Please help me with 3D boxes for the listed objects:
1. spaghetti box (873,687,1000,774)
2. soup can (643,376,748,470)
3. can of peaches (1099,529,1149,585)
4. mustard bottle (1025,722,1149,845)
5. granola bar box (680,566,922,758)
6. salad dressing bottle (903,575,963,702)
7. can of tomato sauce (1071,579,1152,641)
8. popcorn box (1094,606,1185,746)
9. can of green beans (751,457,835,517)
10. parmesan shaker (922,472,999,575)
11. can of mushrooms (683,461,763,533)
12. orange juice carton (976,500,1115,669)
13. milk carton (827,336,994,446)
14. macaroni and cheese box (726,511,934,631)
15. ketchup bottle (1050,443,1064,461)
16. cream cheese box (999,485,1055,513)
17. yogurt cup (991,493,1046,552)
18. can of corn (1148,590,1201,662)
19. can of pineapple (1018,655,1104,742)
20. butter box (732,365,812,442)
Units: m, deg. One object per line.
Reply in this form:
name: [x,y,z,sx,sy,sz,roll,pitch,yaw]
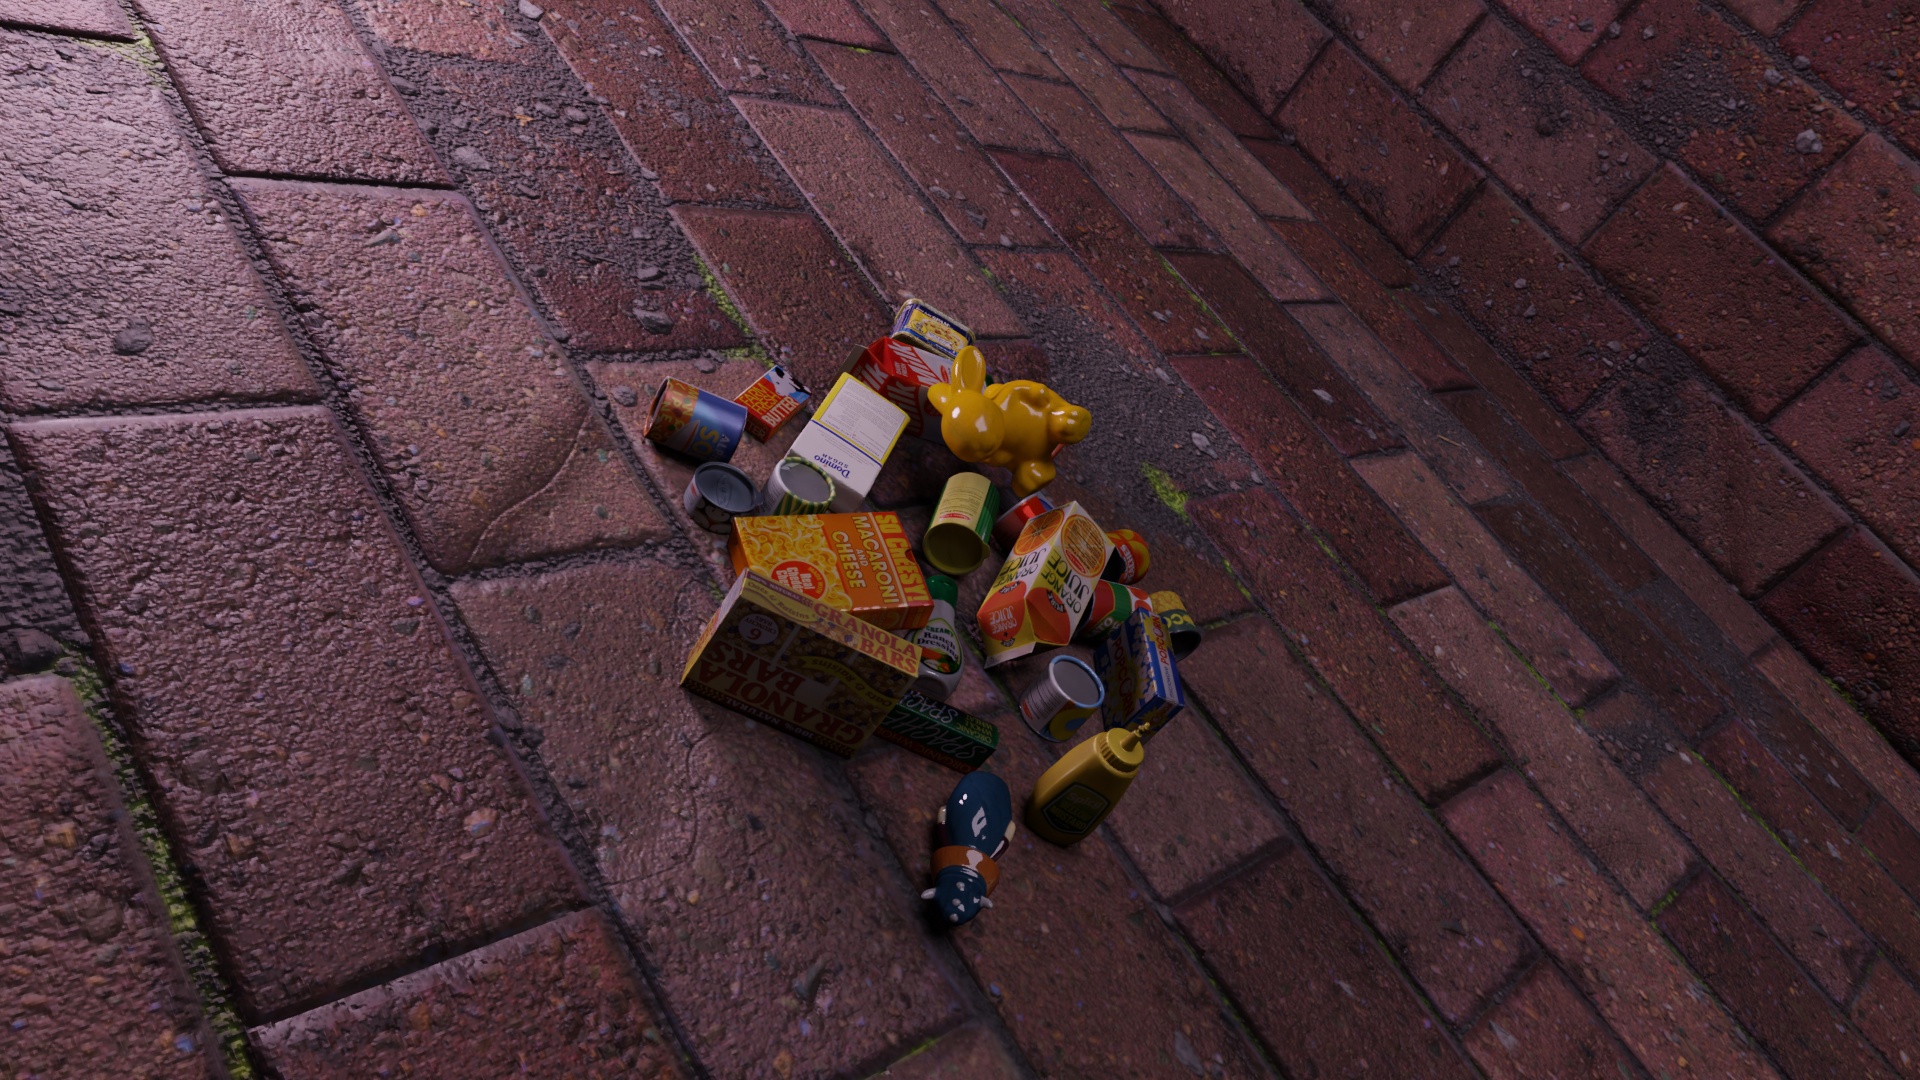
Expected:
spaghetti box: [-0.082,0.142,1.236,0.250,0.050,0.029,26,38,-16]
soup can: [-0.260,-0.114,1.362,0.084,0.071,0.072,21,38,-21]
can of peaches: [0.175,0.023,1.582,0.058,0.071,0.071,-10,56,-48]
mustard bottle: [0.119,0.210,1.238,0.065,0.159,0.049,30,36,-9]
granola bar box: [-0.134,0.107,1.165,0.165,0.123,0.039,26,36,-16]
salad dressing bottle: [-0.026,0.094,1.345,0.064,0.043,0.148,22,37,-12]
can of tomato sauce: [0.156,0.078,1.505,0.083,0.071,0.071,14,41,-31]
popcorn box: [0.183,0.144,1.436,0.038,0.084,0.127,23,37,-22]
can of green beans: [-0.164,-0.040,1.366,0.071,0.057,0.071,24,37,-19]
parmesan shaker: [0.005,-0.019,1.481,0.071,0.071,0.103,31,34,-9]
can of mushrooms: [-0.228,-0.040,1.332,0.071,0.033,0.071,24,36,-19]
orange juice carton: [0.083,0.054,1.424,0.073,0.071,0.194,47,47,-20]
milk carton: [-0.054,-0.172,1.605,0.190,0.072,0.074,17,39,-28]
macaroni and cheese box: [-0.122,0.031,1.304,0.167,0.040,0.124,-3,49,-26]
ketchup bottle: [0.058,-0.149,1.700,0.149,0.043,0.065,39,34,4]
cream cheese box: [0.092,-0.022,1.600,0.104,0.024,0.053,48,35,14]
yogurt cup: [0.073,-0.011,1.538,0.054,0.072,0.073,52,36,7]
can of corn: [0.224,0.097,1.539,0.071,0.070,0.058,7,44,-37]
can of pineapple: [0.102,0.156,1.374,0.071,0.057,0.071,24,36,-19]
butter box: [-0.203,-0.147,1.484,0.053,0.024,0.104,36,34,-1]
